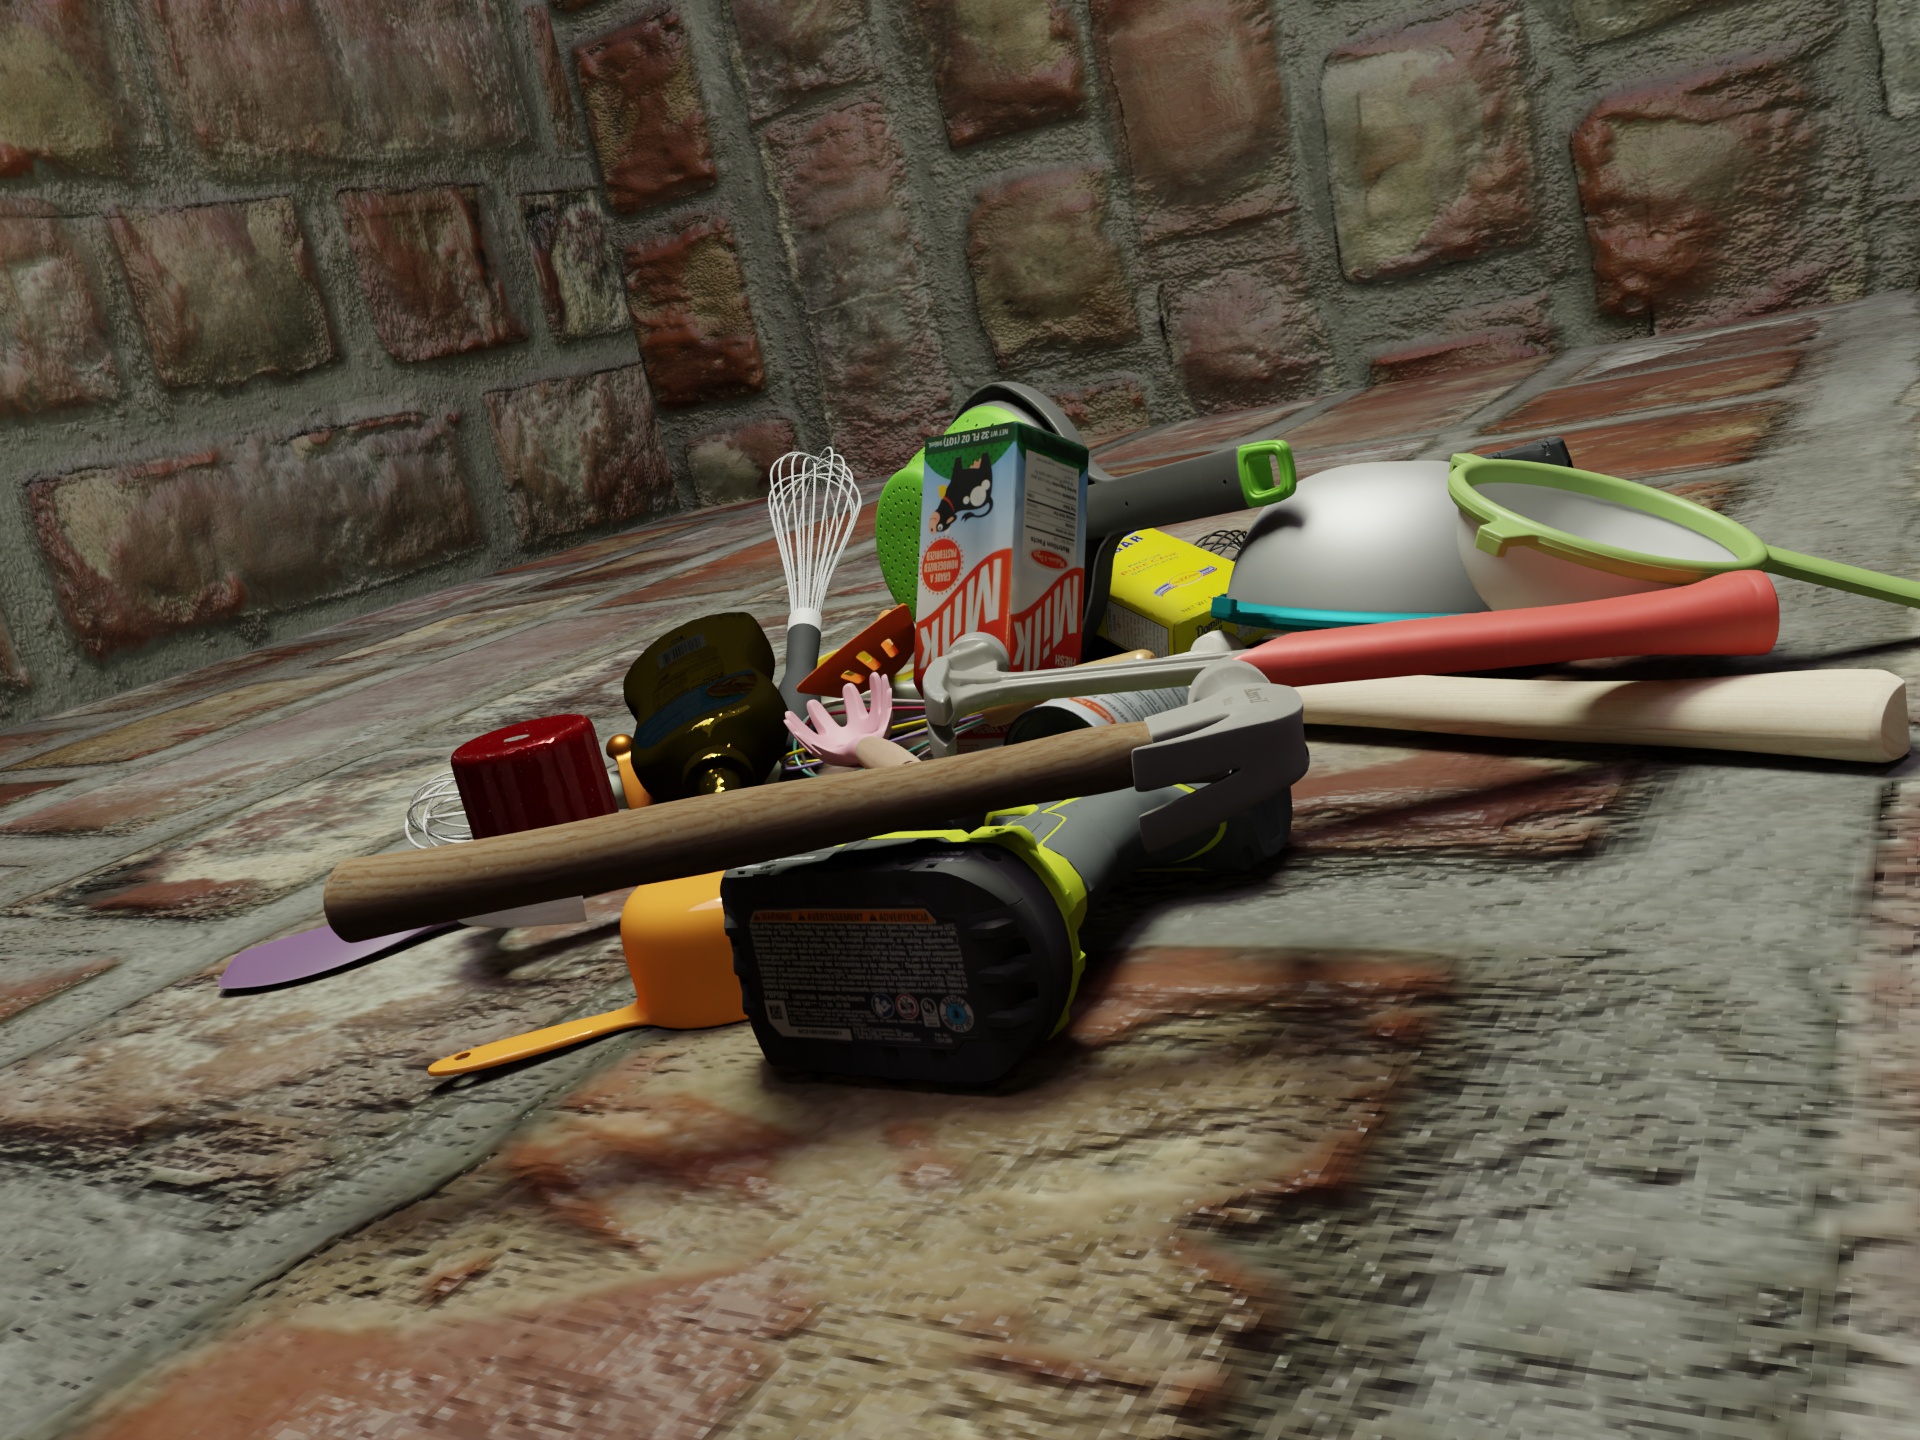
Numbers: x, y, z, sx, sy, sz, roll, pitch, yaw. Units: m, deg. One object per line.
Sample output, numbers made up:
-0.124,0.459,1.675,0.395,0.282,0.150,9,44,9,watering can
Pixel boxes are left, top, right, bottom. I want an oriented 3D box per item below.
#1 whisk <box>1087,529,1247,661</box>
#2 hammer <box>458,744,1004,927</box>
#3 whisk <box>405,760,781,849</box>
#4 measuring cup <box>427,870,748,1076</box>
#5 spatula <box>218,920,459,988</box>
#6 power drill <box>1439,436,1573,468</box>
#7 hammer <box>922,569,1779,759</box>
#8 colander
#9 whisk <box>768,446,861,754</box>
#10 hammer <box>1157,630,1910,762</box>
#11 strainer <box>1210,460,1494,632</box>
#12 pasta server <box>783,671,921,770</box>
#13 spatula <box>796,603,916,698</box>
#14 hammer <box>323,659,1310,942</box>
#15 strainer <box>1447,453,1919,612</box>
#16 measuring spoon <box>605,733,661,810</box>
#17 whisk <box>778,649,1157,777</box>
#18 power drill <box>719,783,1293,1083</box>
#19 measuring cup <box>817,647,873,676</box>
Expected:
0.158,-0.091,1.177,0.055,0.055,0.239,-2,21,39,whisk
-0.090,0.050,0.808,0.331,0.033,0.128,-13,5,-16,hammer
-0.232,0.047,0.997,0.246,0.057,0.059,-8,48,7,whisk
-0.137,0.097,0.656,0.173,0.052,0.095,-15,13,-18,measuring cup
-0.236,0.093,0.849,0.316,0.018,0.060,-15,20,-5,spatula
0.385,-0.169,1.221,0.188,0.080,0.227,-15,10,-8,power drill
0.164,-0.026,0.681,0.359,0.036,0.149,-5,13,5,hammer
0.049,-0.126,1.020,0.094,0.204,0.397,-15,6,-31,colander
-0.102,-0.086,1.075,0.070,0.070,0.285,-11,48,11,whisk
0.226,-0.004,0.769,0.146,0.038,0.411,-25,18,-36,hammer
0.270,-0.115,0.989,0.211,0.095,0.340,3,11,15,strainer
-0.042,0.009,0.735,0.060,0.040,0.316,-25,6,-7,pasta server
-0.057,-0.057,1.062,0.081,0.041,0.323,-38,9,5,spatula
-0.049,0.032,0.529,0.331,0.031,0.130,-11,10,4,hammer
0.357,-0.061,0.775,0.256,0.069,0.151,14,25,5,strainer
-0.192,0.039,0.951,0.021,0.011,0.117,-20,37,-14,measuring spoon
0.000,-0.003,0.887,0.245,0.047,0.051,-14,51,30,whisk
0.014,0.059,0.634,0.171,0.080,0.223,-5,12,33,power drill
-0.097,-0.010,1.151,0.062,0.029,0.157,-8,26,21,measuring cup
